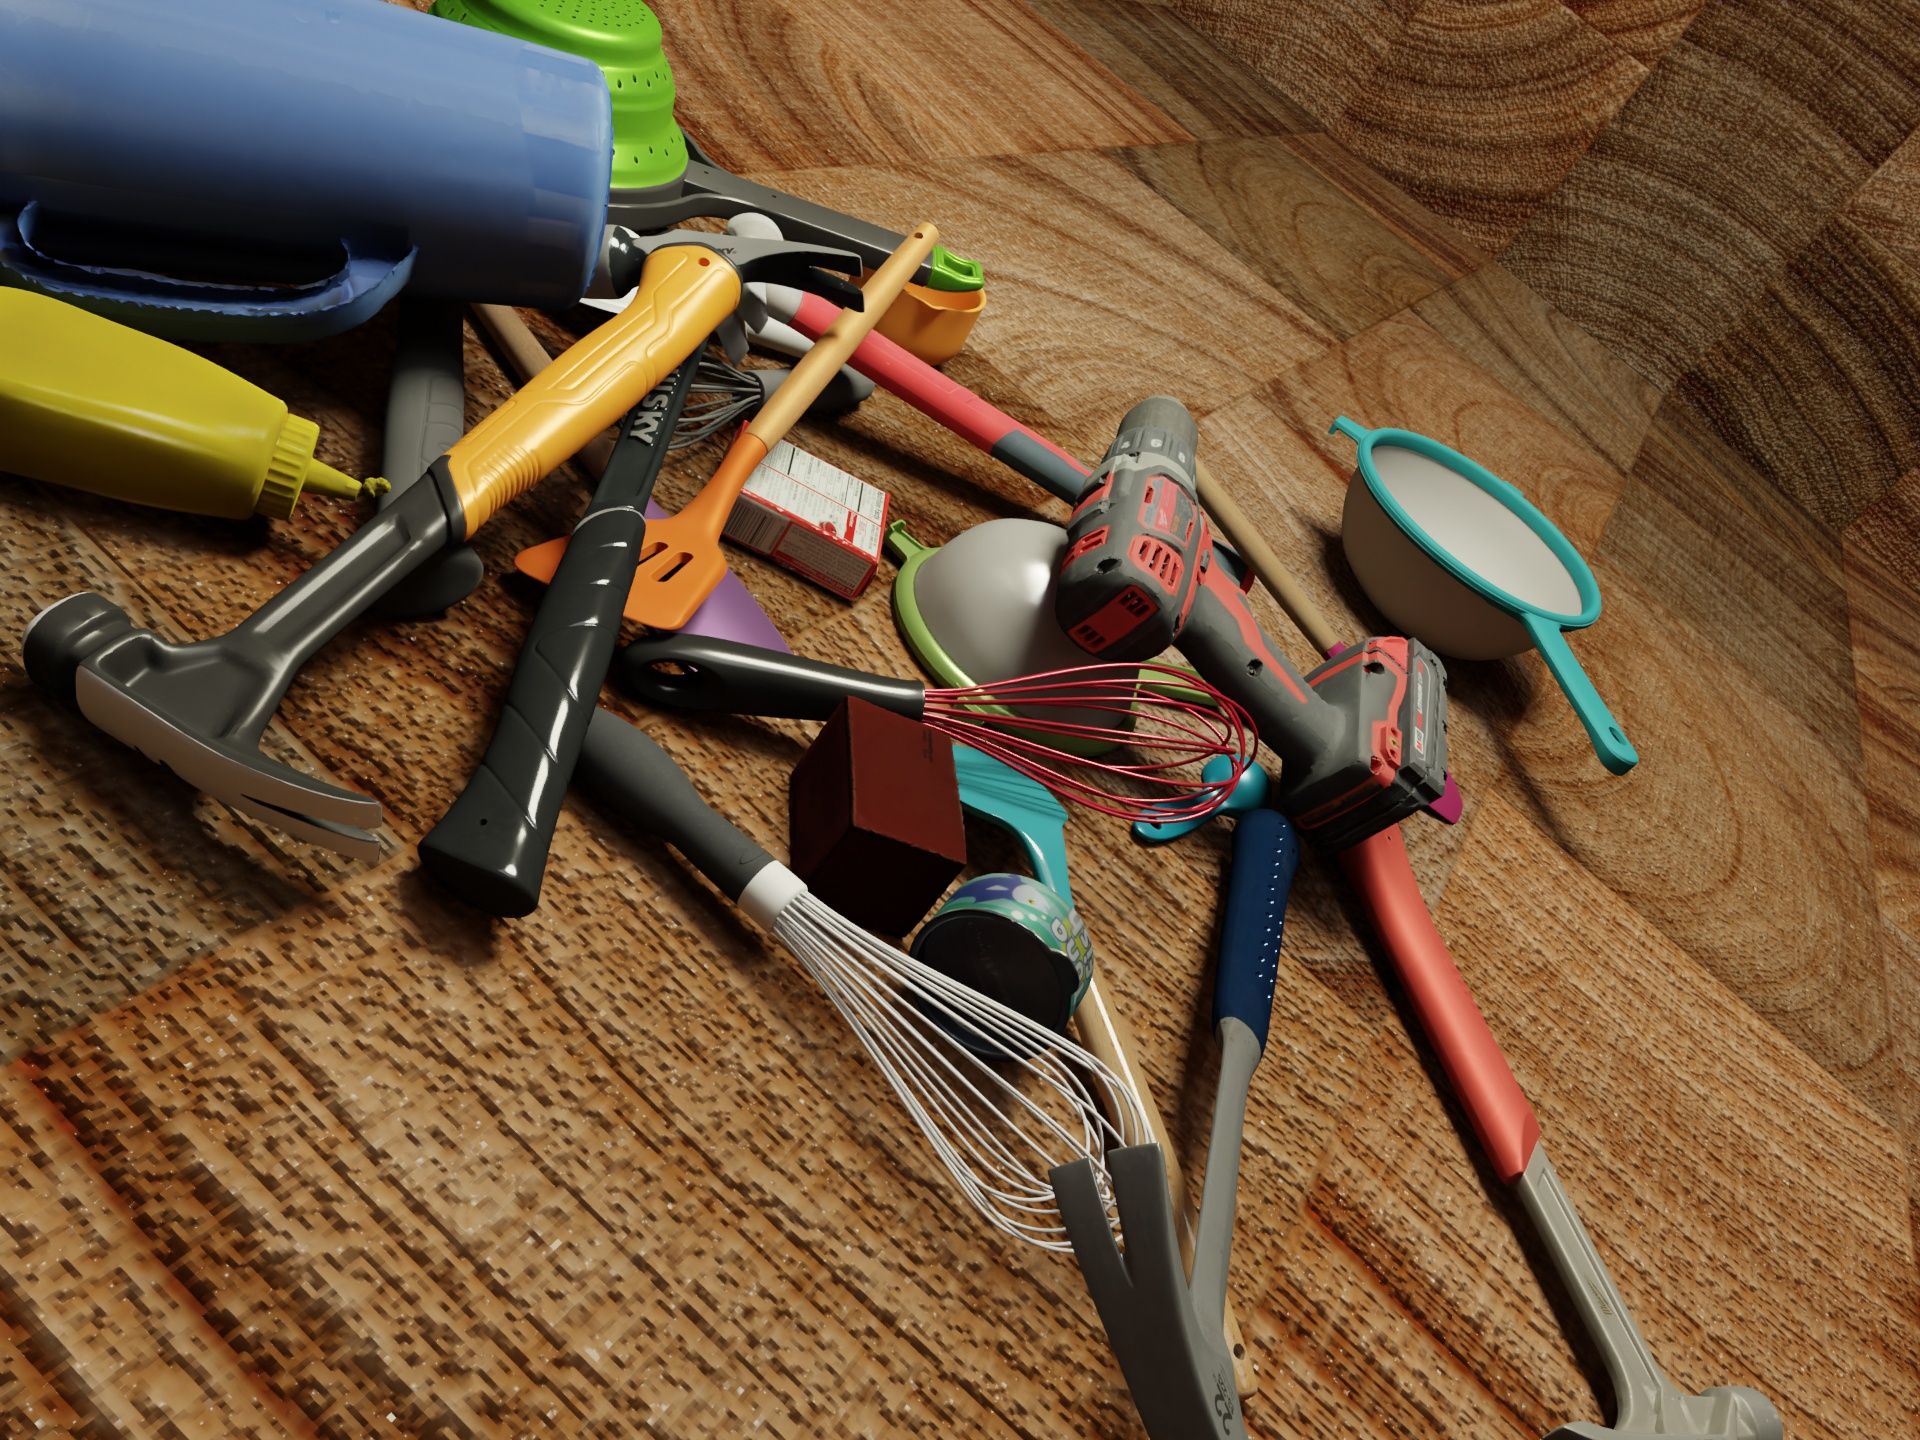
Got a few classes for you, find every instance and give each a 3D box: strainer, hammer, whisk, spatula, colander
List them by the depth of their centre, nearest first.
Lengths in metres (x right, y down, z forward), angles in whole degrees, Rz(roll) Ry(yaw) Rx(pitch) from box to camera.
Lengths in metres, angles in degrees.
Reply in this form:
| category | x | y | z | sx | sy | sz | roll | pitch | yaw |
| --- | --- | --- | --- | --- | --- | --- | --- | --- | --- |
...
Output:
| category | x | y | z | sx | sy | sz | roll | pitch | yaw |
| --- | --- | --- | --- | --- | --- | --- | --- | --- | --- |
| whisk | -0.044 | 0.084 | 0.581 | 0.285 | 0.070 | 0.070 | 39 | 32 | 13 |
| hammer | -0.173 | -0.092 | 0.604 | 0.127 | 0.034 | 0.337 | 30 | 48 | 4 |
| hammer | 0.107 | 0.127 | 0.621 | 0.144 | 0.035 | 0.406 | 66 | 20 | -14 |
| spatula | 0.048 | 0.120 | 0.651 | 0.082 | 0.044 | 0.318 | 10 | 46 | -37 |
| hammer | -0.136 | -0.089 | 0.659 | 0.149 | 0.036 | 0.409 | 2 | 47 | 5 |
| whisk | -0.001 | -0.002 | 0.699 | 0.295 | 0.073 | 0.073 | 9 | 40 | -18 |
| hammer | -0.245 | -0.170 | 0.716 | 0.146 | 0.035 | 0.335 | 6 | 45 | -21 |
| hammer | 0.244 | 0.174 | 0.755 | 0.149 | 0.036 | 0.360 | 15 | 39 | -31 |
| spatula | -0.086 | -0.152 | 0.756 | 0.081 | 0.041 | 0.323 | 23 | 56 | 13 |
| spatula | -0.174 | -0.126 | 0.757 | 0.059 | 0.018 | 0.316 | -15 | 59 | -43 |
| strainer | 0.088 | -0.048 | 0.858 | 0.256 | 0.069 | 0.152 | 11 | 40 | -32 |
| whisk | -0.111 | -0.179 | 0.859 | 0.055 | 0.055 | 0.239 | 45 | 29 | 12 |
| strainer | -0.141 | -0.236 | 0.912 | 0.258 | 0.050 | 0.087 | 9 | 27 | -41 |
| hammer | 0.028 | -0.157 | 0.927 | 0.386 | 0.038 | 0.143 | 28 | 28 | -26 |
| colander | -0.159 | -0.352 | 0.932 | 0.397 | 0.094 | 0.205 | 15 | 37 | -16 |
| strainer | 0.369 | -0.068 | 1.131 | 0.210 | 0.095 | 0.341 | 14 | 41 | -27 |

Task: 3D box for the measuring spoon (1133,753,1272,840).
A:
| category | x | y | z | sx | sy | sz | roll | pitch | yaw |
| --- | --- | --- | --- | --- | --- | --- | --- | --- | --- |
| measuring spoon | 0.129 | 0.039 | 0.828 | 0.042 | 0.021 | 0.128 | 49 | 33 | 18 |

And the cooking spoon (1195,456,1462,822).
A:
| category | x | y | z | sx | sy | sz | roll | pitch | yaw |
| --- | --- | --- | --- | --- | --- | --- | --- | --- | --- |
| cooking spoon | 0.216 | -0.066 | 0.998 | 0.319 | 0.017 | 0.069 | 51 | 33 | 0 |

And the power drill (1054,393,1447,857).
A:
| category | x | y | z | sx | sy | sz | roll | pitch | yaw |
| --- | --- | --- | --- | --- | --- | --- | --- | --- | --- |
| power drill | 0.149 | -0.058 | 0.824 | 0.226 | 0.080 | 0.188 | 39 | 40 | -18 |

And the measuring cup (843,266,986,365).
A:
| category | x | y | z | sx | sy | sz | roll | pitch | yaw |
| --- | --- | --- | --- | --- | --- | --- | --- | --- | --- |
| measuring cup | -0.071 | -0.280 | 1.025 | 0.173 | 0.052 | 0.095 | 13 | 38 | -21 |
